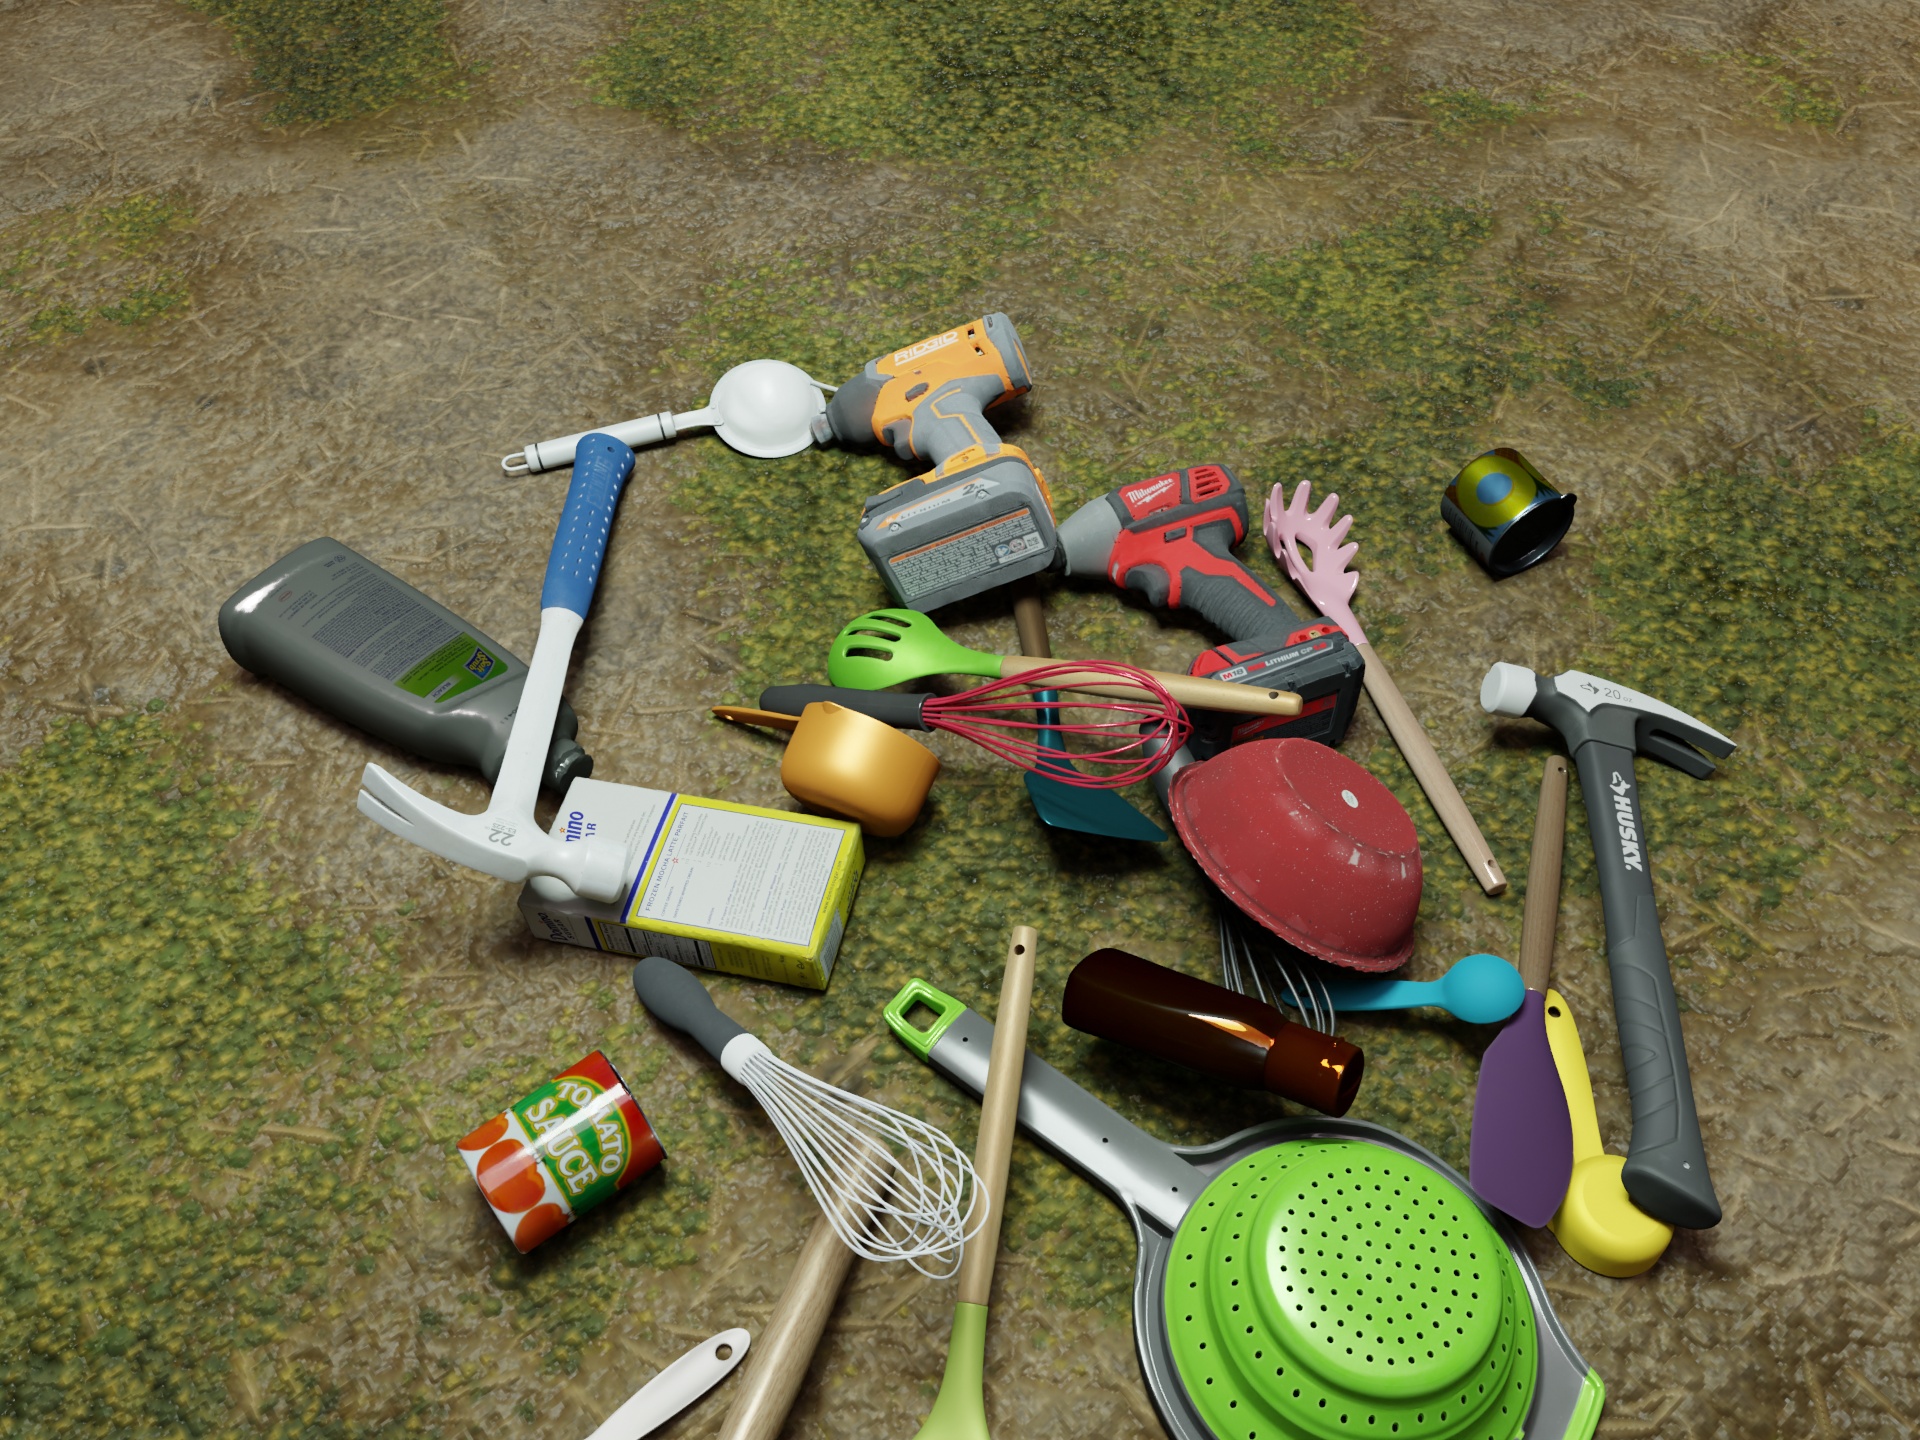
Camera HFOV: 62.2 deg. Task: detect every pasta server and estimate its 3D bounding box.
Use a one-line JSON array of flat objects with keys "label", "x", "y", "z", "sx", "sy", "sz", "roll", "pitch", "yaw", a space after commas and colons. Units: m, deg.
[{"label": "pasta server", "x": 0.265, "y": -0.029, "z": 1.000, "sx": 0.060, "sy": 0.040, "sz": 0.317, "roll": -7, "pitch": 53, "yaw": -18}]

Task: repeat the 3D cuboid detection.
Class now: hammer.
[{"label": "hammer", "x": -0.098, "y": 0.326, "z": 0.699, "sx": 0.031, "sy": 0.130, "sz": 0.331, "roll": 15, "pitch": 43, "yaw": 12}, {"label": "hammer", "x": -0.253, "y": -0.059, "z": 0.980, "sx": 0.144, "sy": 0.035, "sz": 0.406, "roll": 17, "pitch": 38, "yaw": -16}, {"label": "hammer", "x": 0.370, "y": 0.111, "z": 0.865, "sx": 0.146, "sy": 0.035, "sz": 0.335, "roll": 13, "pitch": 50, "yaw": -5}]

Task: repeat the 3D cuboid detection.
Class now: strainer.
[{"label": "strainer", "x": -0.205, "y": -0.216, "z": 1.155, "sx": 0.258, "sy": 0.050, "sz": 0.087, "roll": -15, "pitch": 68, "yaw": -6}]

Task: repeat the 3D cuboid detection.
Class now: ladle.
[{"label": "ladle", "x": 0.007, "y": 0.245, "z": 0.747, "sx": 0.078, "sy": 0.062, "sz": 0.320, "roll": 2, "pitch": 63, "yaw": 16}]

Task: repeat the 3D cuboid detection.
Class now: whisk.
[{"label": "whisk", "x": 0.147, "y": 0.092, "z": 0.890, "sx": 0.055, "sy": 0.055, "sz": 0.239, "roll": -14, "pitch": 57, "yaw": -10}, {"label": "whisk", "x": -0.001, "y": -0.003, "z": 0.926, "sx": 0.296, "sy": 0.073, "sz": 0.073, "roll": 4, "pitch": 49, "yaw": 33}, {"label": "whisk", "x": -0.089, "y": 0.185, "z": 0.792, "sx": 0.070, "sy": 0.070, "sz": 0.285, "roll": -37, "pitch": 39, "yaw": -24}]

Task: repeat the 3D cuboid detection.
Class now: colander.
[{"label": "colander", "x": 0.121, "y": 0.227, "z": 0.768, "sx": 0.397, "sy": 0.094, "sz": 0.204, "roll": 32, "pitch": 59, "yaw": 23}]

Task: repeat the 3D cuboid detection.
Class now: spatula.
[{"label": "spatula", "x": 0.315, "y": 0.132, "z": 0.866, "sx": 0.059, "sy": 0.018, "sz": 0.316, "roll": 30, "pitch": 48, "yaw": -5}, {"label": "spatula", "x": 0.056, "y": -0.043, "z": 1.011, "sx": 0.082, "sy": 0.044, "sz": 0.318, "roll": 10, "pitch": 47, "yaw": -22}]

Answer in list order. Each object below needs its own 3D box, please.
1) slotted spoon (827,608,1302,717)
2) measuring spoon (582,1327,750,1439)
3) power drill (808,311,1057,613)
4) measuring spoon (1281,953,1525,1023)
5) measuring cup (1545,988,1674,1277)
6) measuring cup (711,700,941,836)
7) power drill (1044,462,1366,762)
[{"label": "slotted spoon", "x": 0.051, "y": -0.030, "z": 0.951, "sx": 0.314, "sy": 0.031, "sz": 0.070, "roll": 9, "pitch": 55, "yaw": 28}, {"label": "measuring spoon", "x": -0.150, "y": 0.330, "z": 0.748, "sx": 0.124, "sy": 0.018, "sz": 0.034, "roll": -31, "pitch": 57, "yaw": -29}, {"label": "power drill", "x": -0.023, "y": -0.178, "z": 1.082, "sx": 0.164, "sy": 0.084, "sz": 0.227, "roll": -19, "pitch": 44, "yaw": 11}, {"label": "measuring spoon", "x": 0.234, "y": 0.141, "z": 0.852, "sx": 0.128, "sy": 0.021, "sz": 0.042, "roll": -6, "pitch": 36, "yaw": 24}, {"label": "measuring cup", "x": 0.325, "y": 0.205, "z": 0.822, "sx": 0.062, "sy": 0.029, "sz": 0.157, "roll": -2, "pitch": 54, "yaw": 0}, {"label": "measuring cup", "x": -0.095, "y": 0.026, "z": 0.951, "sx": 0.174, "sy": 0.095, "sz": 0.052, "roll": 10, "pitch": 70, "yaw": 36}, {"label": "power drill", "x": 0.148, "y": -0.071, "z": 1.014, "sx": 0.143, "sy": 0.078, "sz": 0.220, "roll": -17, "pitch": 51, "yaw": -12}]
